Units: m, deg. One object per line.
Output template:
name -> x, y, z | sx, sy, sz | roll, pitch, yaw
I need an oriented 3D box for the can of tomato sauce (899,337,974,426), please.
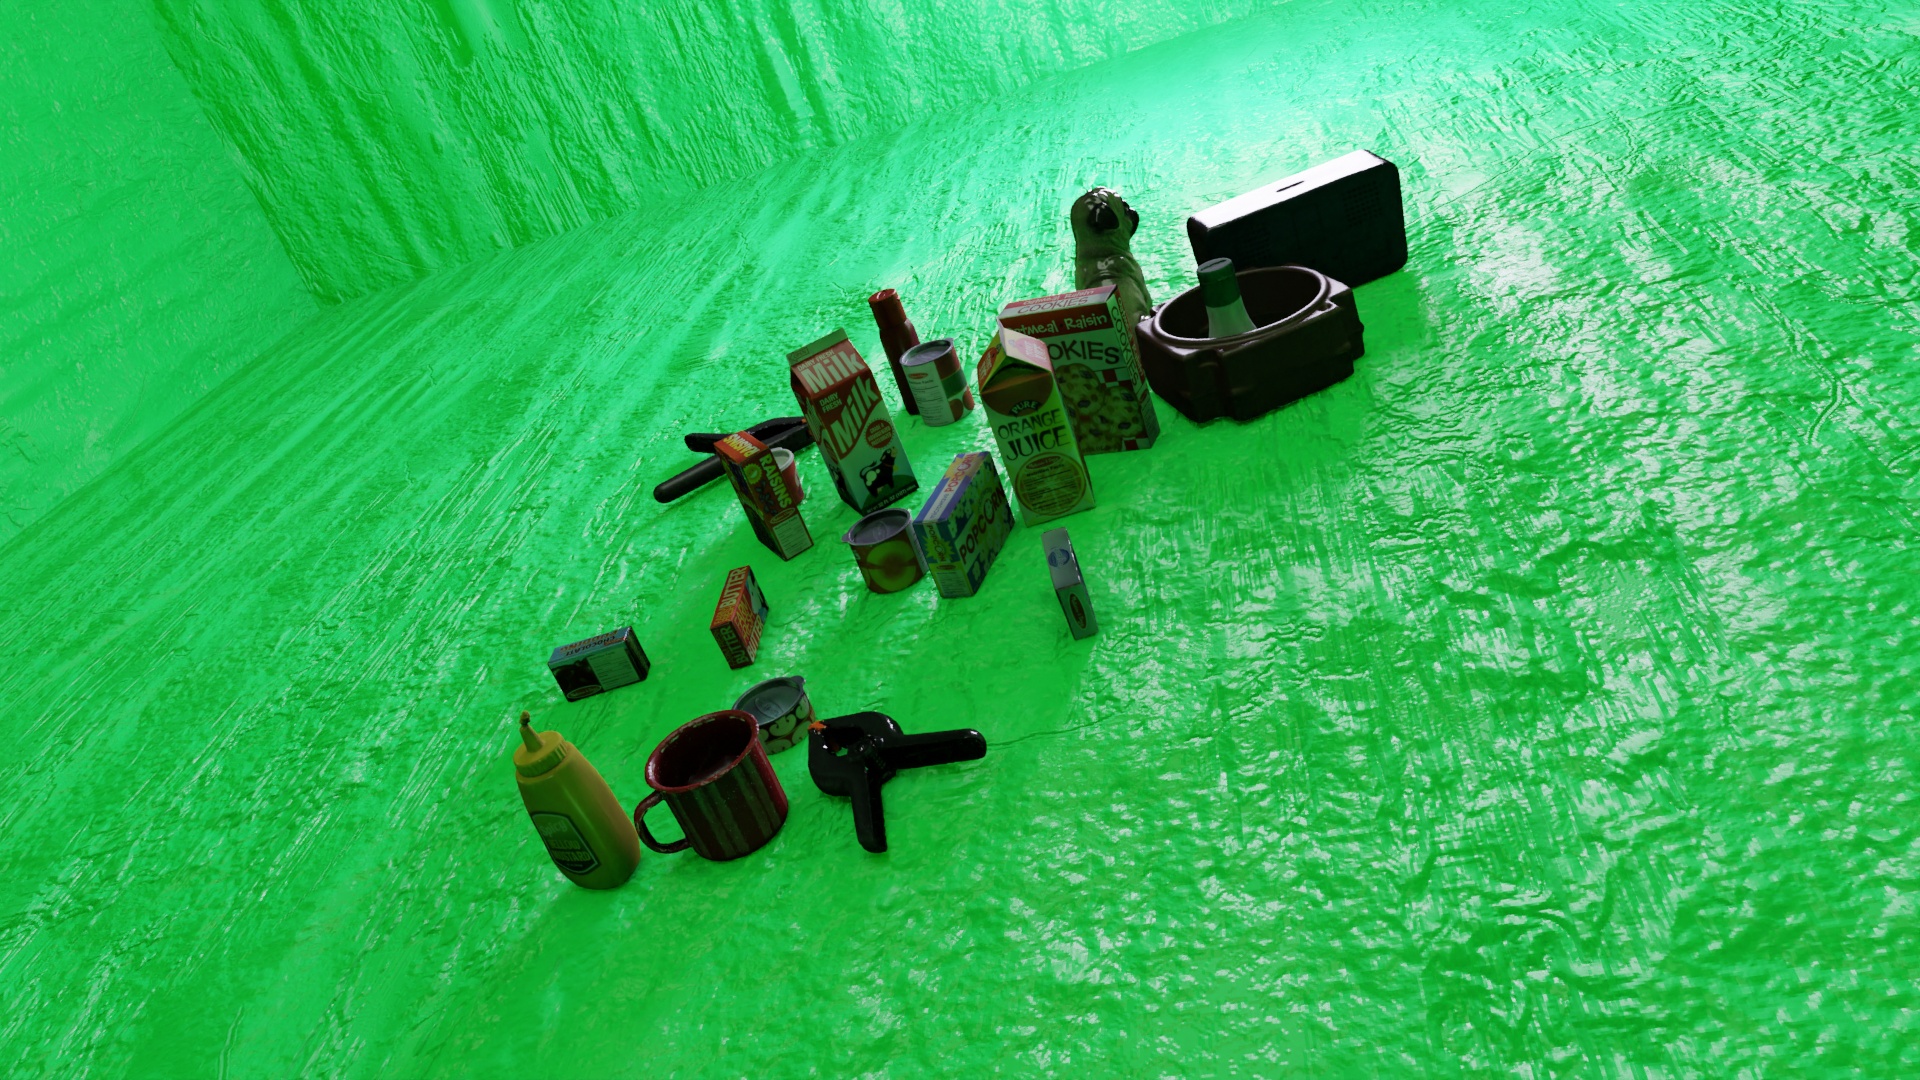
can of tomato sauce -> -0.025, -0.186, 1.631 | 0.071, 0.082, 0.071 | -16, 28, 9

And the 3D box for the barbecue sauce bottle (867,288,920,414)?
barbecue sauce bottle -> -0.068, -0.228, 1.666 | 0.043, 0.148, 0.065 | -14, 28, 14

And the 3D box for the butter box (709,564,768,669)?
butter box -> -0.210, 0.073, 1.326 | 0.024, 0.053, 0.104 | -15, 28, 11

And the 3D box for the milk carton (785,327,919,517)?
milk carton -> -0.119, -0.128, 1.475 | 0.072, 0.189, 0.073 | -29, 28, -15

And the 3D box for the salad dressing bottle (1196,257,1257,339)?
salad dressing bottle -> 0.273, -0.210, 1.399 | 0.064, 0.147, 0.044 | -22, 27, -2

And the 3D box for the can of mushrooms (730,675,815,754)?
can of mushrooms -> -0.156, 0.147, 1.176 | 0.071, 0.033, 0.071 | -16, 28, 9

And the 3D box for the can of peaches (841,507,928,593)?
can of peaches -> -0.072, 0.011, 1.336 | 0.071, 0.057, 0.071 | -16, 28, 9

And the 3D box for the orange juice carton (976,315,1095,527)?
orange juice carton -> 0.066, -0.117, 1.326 | 0.073, 0.192, 0.072 | -17, 27, 8

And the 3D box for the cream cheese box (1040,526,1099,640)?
cream cheese box -> 0.093, 0.035, 1.183 | 0.024, 0.053, 0.104 | -18, 27, 5

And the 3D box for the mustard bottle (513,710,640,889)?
mustard bottle -> -0.300, 0.194, 1.053 | 0.065, 0.159, 0.049 | -6, 31, 27

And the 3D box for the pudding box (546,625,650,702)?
pudding box -> -0.349, 0.119, 1.342 | 0.084, 0.049, 0.030 | -17, 27, 8

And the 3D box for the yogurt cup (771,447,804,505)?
yogurt cup -> -0.212, -0.064, 1.571 | 0.072, 0.053, 0.073 | -16, 28, 9

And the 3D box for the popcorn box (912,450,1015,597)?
popcorn box -> 0.005, -0.016, 1.303 | 0.038, 0.085, 0.127 | -6, 31, 27

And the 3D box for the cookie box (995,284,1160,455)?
cookie box -> 0.120, -0.168, 1.407 | 0.123, 0.166, 0.040 | -4, 32, 29

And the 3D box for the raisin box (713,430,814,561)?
raisin box -> -0.208, -0.048, 1.465 | 0.040, 0.123, 0.086 | -30, 29, -17
